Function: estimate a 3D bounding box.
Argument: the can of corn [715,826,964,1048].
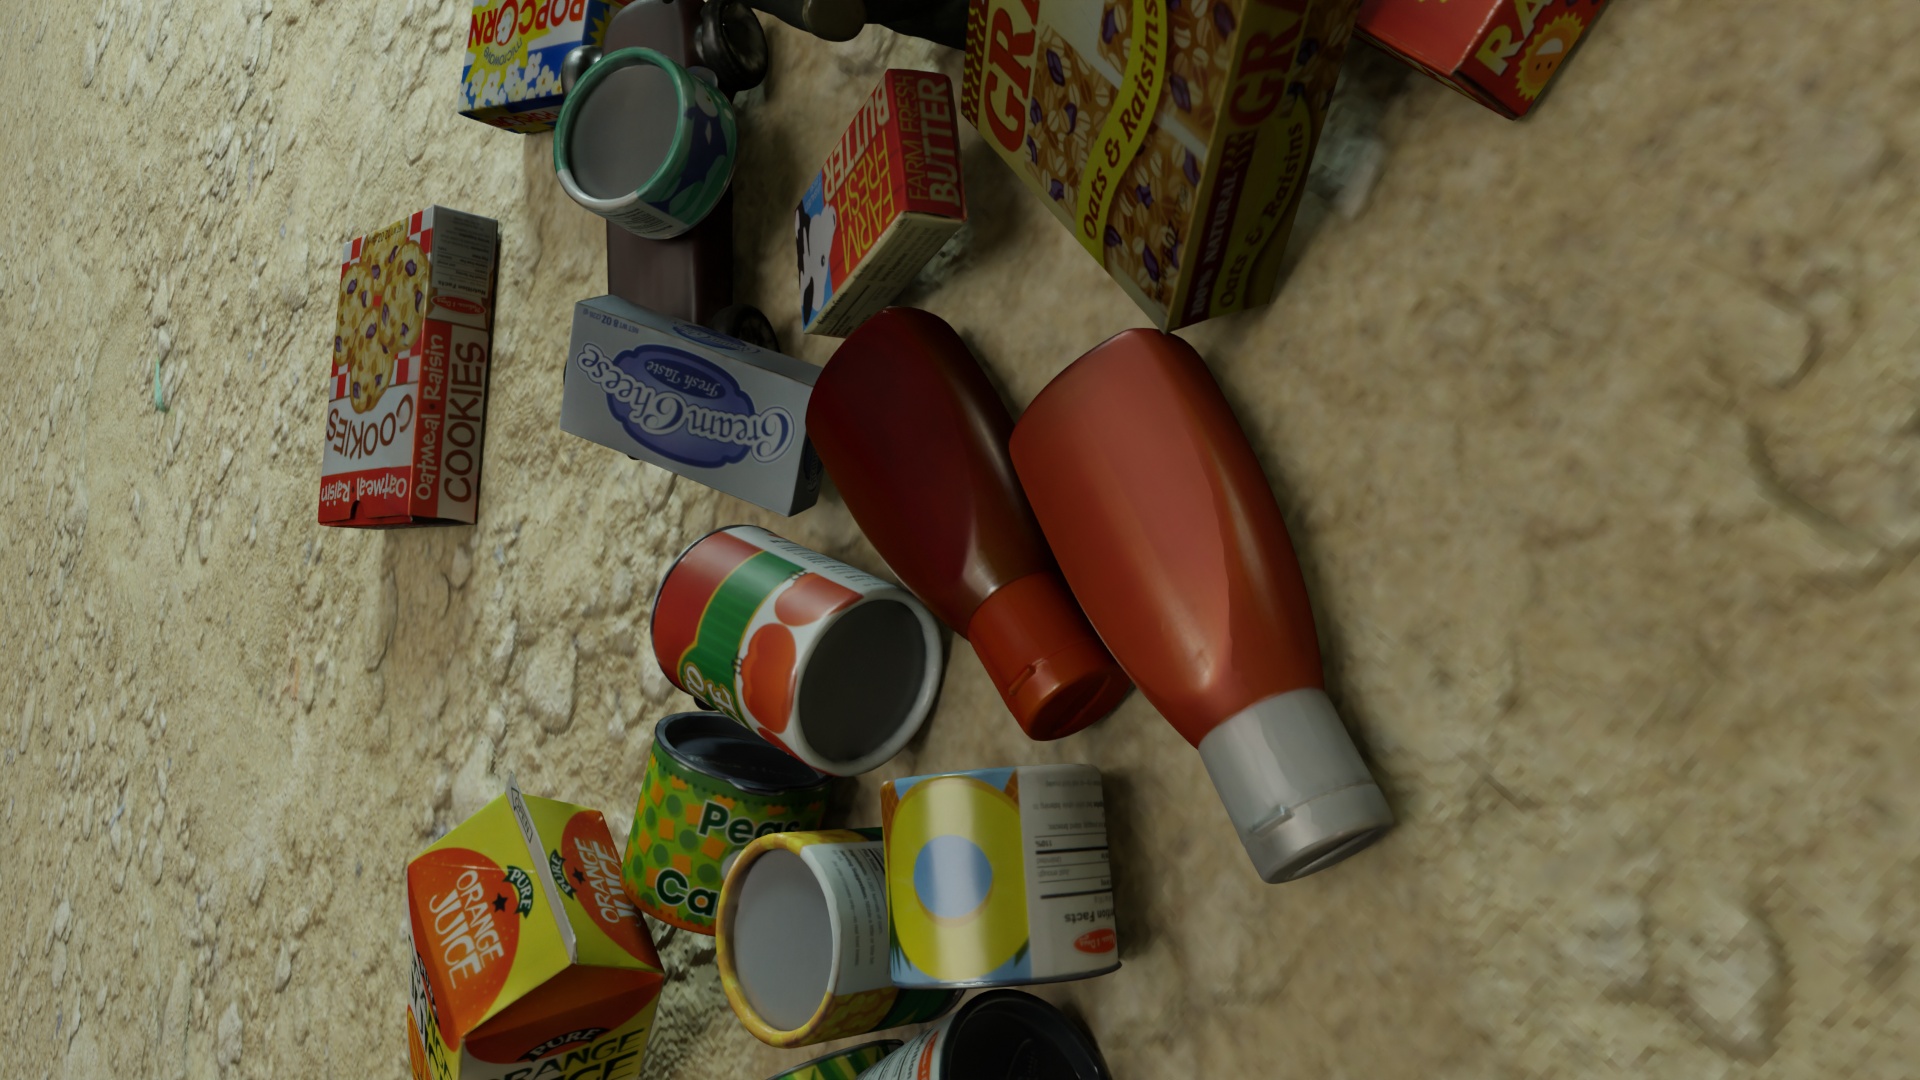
[{"bbox_3d":[-0.040,0.129,0.454,0.071,0.058,0.071,-8,79,44],"label":"can of corn"}]

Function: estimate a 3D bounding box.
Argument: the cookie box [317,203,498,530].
[{"bbox_3d":[-0.308,-0.090,0.768,0.123,0.040,0.167,-2,83,45],"label":"cookie box"}]

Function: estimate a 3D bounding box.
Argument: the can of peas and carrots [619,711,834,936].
[{"bbox_3d":[-0.082,0.101,0.495,0.071,0.071,0.058,25,103,44],"label":"can of peas and carrots"}]

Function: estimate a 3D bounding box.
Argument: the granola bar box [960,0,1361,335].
[{"bbox_3d":[0.051,-0.158,0.363,0.124,0.039,0.164,55,153,34],"label":"granola bar box"}]

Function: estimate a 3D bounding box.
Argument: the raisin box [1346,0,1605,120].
[{"bbox_3d":[0.134,-0.178,0.337,0.086,0.040,0.123,49,117,37],"label":"raisin box"}]

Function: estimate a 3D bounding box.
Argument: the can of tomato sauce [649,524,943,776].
[{"bbox_3d":[-0.057,0.038,0.479,0.083,0.071,0.071,20,99,44],"label":"can of tomato sauce"}]

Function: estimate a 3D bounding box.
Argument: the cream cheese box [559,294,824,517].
[{"bbox_3d":[-0.098,-0.051,0.517,0.104,0.024,0.053,20,113,16],"label":"cream cheese box"}]

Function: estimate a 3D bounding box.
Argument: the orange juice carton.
[{"bbox_3d":[-0.163,0.169,0.521,0.072,0.073,0.191,57,143,33],"label":"orange juice carton"}]

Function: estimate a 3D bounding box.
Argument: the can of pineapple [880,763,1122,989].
[{"bbox_3d":[0.009,0.097,0.403,0.071,0.071,0.058,-17,72,43],"label":"can of pineapple"}]

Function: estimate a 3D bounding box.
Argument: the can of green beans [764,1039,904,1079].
[{"bbox_3d":[-0.039,0.199,0.439,0.071,0.071,0.058,-43,57,33],"label":"can of green beans"}]

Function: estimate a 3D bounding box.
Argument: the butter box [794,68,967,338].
[{"bbox_3d":[-0.030,-0.113,0.481,0.103,0.024,0.053,148,119,-62],"label":"butter box"}]

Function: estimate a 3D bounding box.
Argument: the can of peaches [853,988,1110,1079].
[{"bbox_3d":[0.005,0.174,0.399,0.057,0.071,0.071,-43,56,33],"label":"can of peaches"}]

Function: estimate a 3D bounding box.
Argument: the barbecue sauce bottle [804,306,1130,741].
[{"bbox_3d":[0.002,-0.006,0.443,0.064,0.044,0.149,-52,53,29],"label":"barbecue sauce bottle"}]

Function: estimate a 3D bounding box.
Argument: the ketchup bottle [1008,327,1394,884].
[{"bbox_3d":[0.065,0.017,0.376,0.064,0.043,0.149,-43,57,34],"label":"ketchup bottle"}]

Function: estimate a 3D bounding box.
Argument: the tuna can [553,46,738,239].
[{"bbox_3d":[-0.120,-0.155,0.533,0.071,0.033,0.071,-4,80,27],"label":"tuna can"}]

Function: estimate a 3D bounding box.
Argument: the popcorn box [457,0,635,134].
[{"bbox_3d":[-0.197,-0.249,0.681,0.127,0.038,0.085,12,93,46],"label":"popcorn box"}]
